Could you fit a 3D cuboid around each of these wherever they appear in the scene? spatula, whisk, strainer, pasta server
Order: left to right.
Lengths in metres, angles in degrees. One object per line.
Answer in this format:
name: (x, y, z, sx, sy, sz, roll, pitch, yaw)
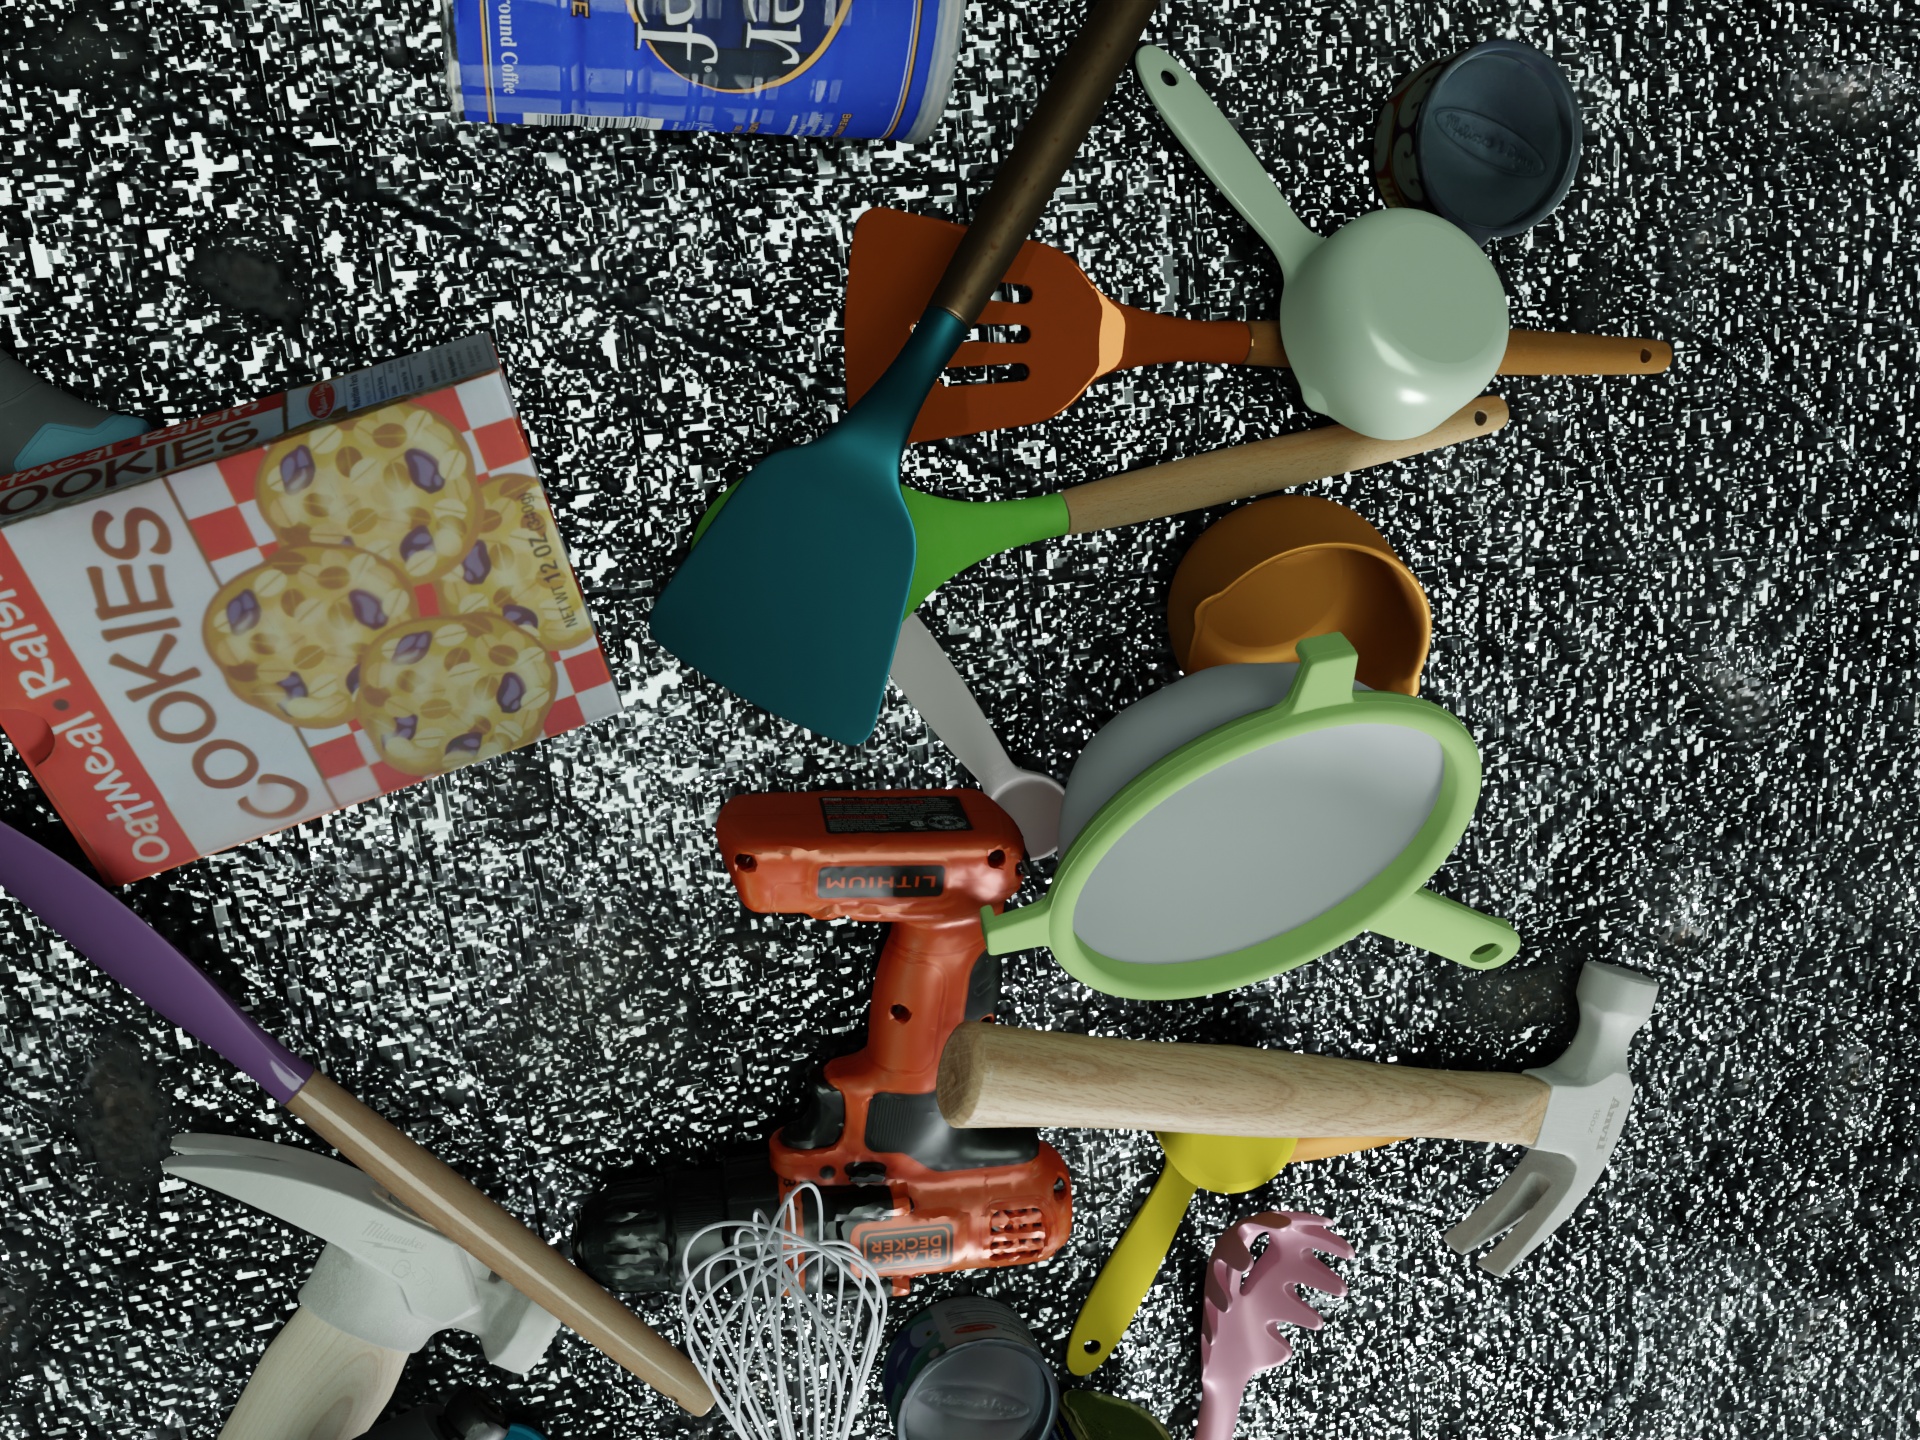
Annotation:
spatula: (-0.198, 0.137, 0.528, 0.315, 0.060, 0.018, 45, 49, -15)
whisk: (-0.056, 0.273, 0.577, 0.070, 0.070, 0.284, -10, 126, -13)
spatula: (0.006, -0.148, 0.519, 0.082, 0.044, 0.317, 28, 80, 7)
pasta server: (0.104, 0.345, 0.677, 0.060, 0.040, 0.316, 4, 103, -27)
spatula: (0.119, -0.137, 0.578, 0.322, 0.041, 0.081, -3, 102, -19)
strainer: (0.126, 0.039, 0.569, 0.151, 0.069, 0.256, -43, 139, 24)

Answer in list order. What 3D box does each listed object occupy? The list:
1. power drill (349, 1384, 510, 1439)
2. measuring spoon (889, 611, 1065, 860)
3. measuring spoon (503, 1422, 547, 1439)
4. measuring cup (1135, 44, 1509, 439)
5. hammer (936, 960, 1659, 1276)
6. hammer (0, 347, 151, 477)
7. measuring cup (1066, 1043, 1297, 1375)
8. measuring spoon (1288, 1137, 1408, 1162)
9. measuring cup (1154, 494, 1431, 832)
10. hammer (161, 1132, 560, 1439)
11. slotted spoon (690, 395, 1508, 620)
power drill: (-0.157, 0.321, 0.544, 0.143, 0.079, 0.219, -48, 126, -11)
measuring spoon: (-0.001, -0.002, 0.582, 0.034, 0.018, 0.124, -34, 103, 7)
measuring spoon: (-0.210, 0.296, 0.594, 0.128, 0.021, 0.042, -18, 83, -1)
measuring cup: (0.122, -0.172, 0.543, 0.167, 0.038, 0.083, 48, 67, -6)
hammer: (0.138, 0.145, 0.603, 0.331, 0.031, 0.130, 10, 96, -30)
hammer: (-0.371, -0.163, 0.431, 0.330, 0.033, 0.128, 39, 90, -20)
measuring cup: (0.085, 0.205, 0.641, 0.062, 0.029, 0.156, 26, 96, -12)
measuring spoon: (0.169, 0.169, 0.670, 0.117, 0.011, 0.021, -7, 105, -10)
measuring cup: (0.099, -0.006, 0.594, 0.095, 0.052, 0.173, 19, 122, -21)
hammer: (-0.302, 0.342, 0.537, 0.146, 0.038, 0.410, 33, 84, -18)
slotted spoon: (0.060, -0.082, 0.569, 0.313, 0.031, 0.070, -14, 104, -15)
